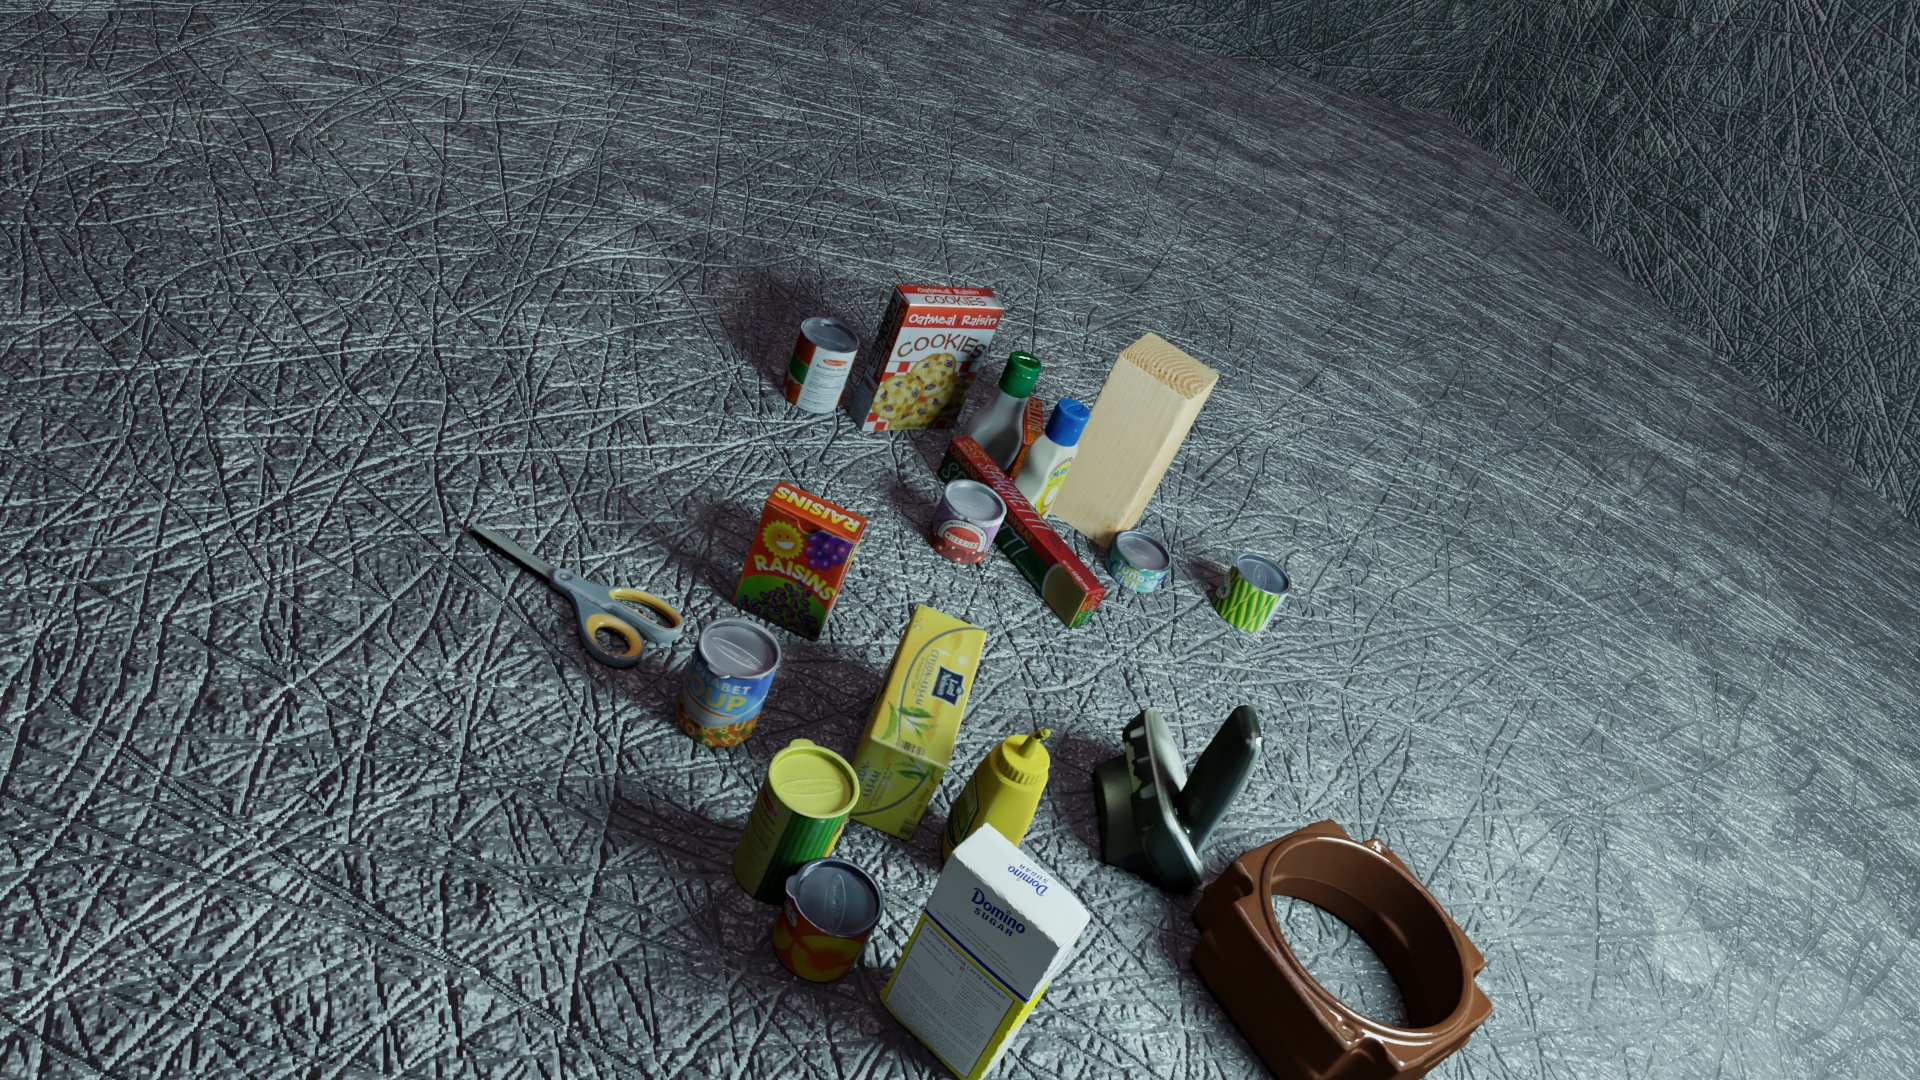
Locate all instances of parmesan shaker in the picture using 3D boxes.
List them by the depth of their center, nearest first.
[{"bbox_3d":[-0.120,0.204,1.003,0.071,0.102,0.072,16,36,-12],"label":"parmesan shaker"}]

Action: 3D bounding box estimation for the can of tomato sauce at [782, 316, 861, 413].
[{"bbox_3d":[-0.152,-0.191,1.510,0.071,0.082,0.071,16,36,-12],"label":"can of tomato sauce"}]

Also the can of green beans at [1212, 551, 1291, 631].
[{"bbox_3d":[0.311,0.055,1.486,0.071,0.057,0.071,16,36,-12],"label":"can of green beans"}]

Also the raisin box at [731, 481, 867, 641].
[{"bbox_3d":[-0.142,0.019,1.211,0.086,0.122,0.040,25,35,1],"label":"raisin box"}]

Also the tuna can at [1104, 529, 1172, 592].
[{"bbox_3d":[0.189,0.023,1.477,0.071,0.032,0.071,16,36,-12],"label":"tuna can"}]

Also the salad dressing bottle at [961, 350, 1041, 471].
[{"bbox_3d":[0.045,-0.135,1.498,0.064,0.146,0.044,10,38,-19],"label":"salad dressing bottle"}]

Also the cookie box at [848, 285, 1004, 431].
[{"bbox_3d":[-0.038,-0.198,1.513,0.123,0.166,0.040,-5,45,-35],"label":"cookie box"}]

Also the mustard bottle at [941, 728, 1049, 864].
[{"bbox_3d":[0.031,0.193,1.057,0.049,0.159,0.065,13,37,-16],"label":"mustard bottle"}]

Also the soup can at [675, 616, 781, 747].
[{"bbox_3d":[-0.186,0.114,1.097,0.071,0.083,0.072,16,36,-12],"label":"soup can"}]

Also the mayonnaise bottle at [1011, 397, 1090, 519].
[{"bbox_3d":[0.091,-0.080,1.453,0.041,0.147,0.065,40,38,21],"label":"mayonnaise bottle"}]

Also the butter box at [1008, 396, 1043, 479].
[{"bbox_3d":[0.073,-0.116,1.571,0.024,0.052,0.104,17,36,-11],"label":"butter box"}]

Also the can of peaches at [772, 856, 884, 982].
[{"bbox_3d":[-0.096,0.266,0.976,0.071,0.057,0.071,16,36,-12],"label":"can of peaches"}]

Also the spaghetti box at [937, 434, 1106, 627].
[{"bbox_3d":[0.058,-0.013,1.433,0.029,0.050,0.251,-10,48,-39],"label":"spaghetti box"}]

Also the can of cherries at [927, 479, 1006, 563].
[{"bbox_3d":[0.005,-0.018,1.400,0.071,0.058,0.072,16,36,-12],"label":"can of cherries"}]
